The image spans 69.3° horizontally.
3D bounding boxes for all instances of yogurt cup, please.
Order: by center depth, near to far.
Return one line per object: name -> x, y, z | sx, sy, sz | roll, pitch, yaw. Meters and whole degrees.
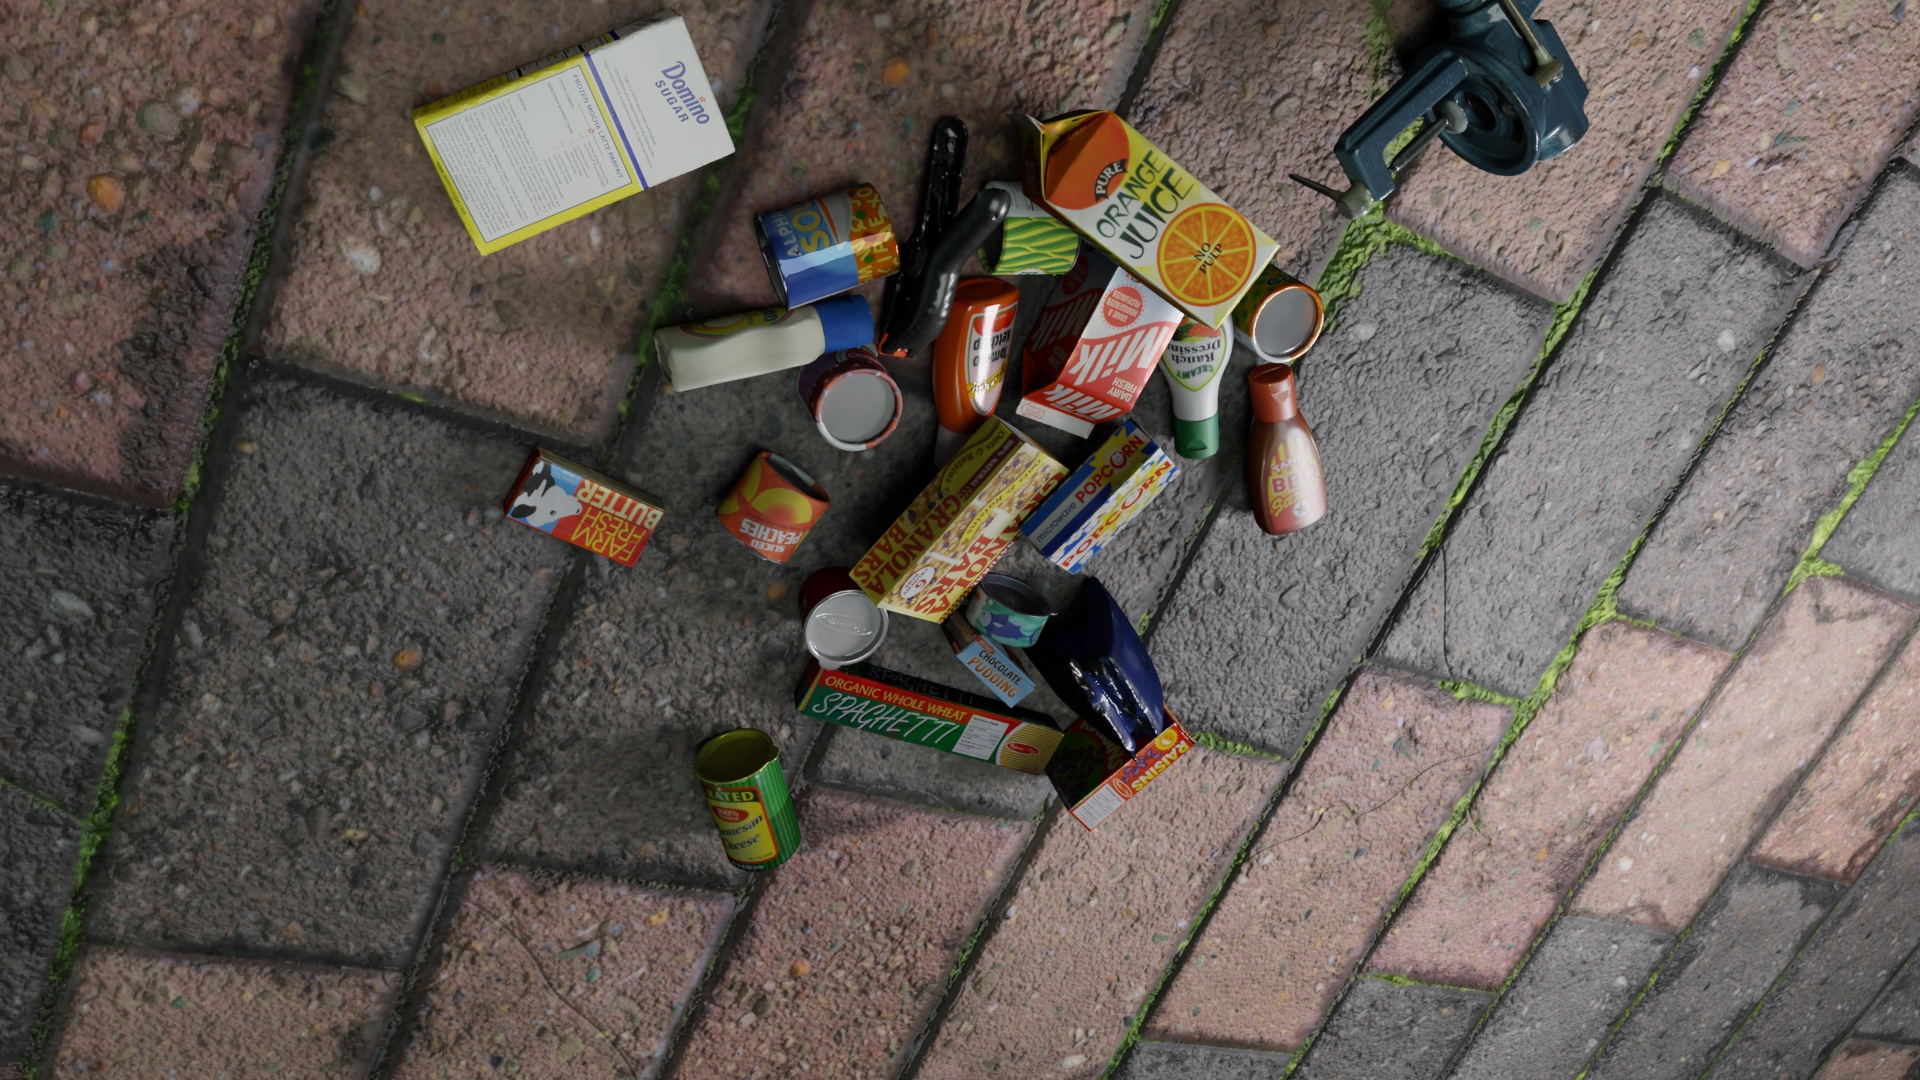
yogurt cup -> -0.097, 0.057, 1.101 | 0.072, 0.054, 0.072 | -9, 120, -16

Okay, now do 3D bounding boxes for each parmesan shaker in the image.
parmesan shaker -> -0.172, 0.216, 1.150 | 0.071, 0.071, 0.102 | -18, 122, -11

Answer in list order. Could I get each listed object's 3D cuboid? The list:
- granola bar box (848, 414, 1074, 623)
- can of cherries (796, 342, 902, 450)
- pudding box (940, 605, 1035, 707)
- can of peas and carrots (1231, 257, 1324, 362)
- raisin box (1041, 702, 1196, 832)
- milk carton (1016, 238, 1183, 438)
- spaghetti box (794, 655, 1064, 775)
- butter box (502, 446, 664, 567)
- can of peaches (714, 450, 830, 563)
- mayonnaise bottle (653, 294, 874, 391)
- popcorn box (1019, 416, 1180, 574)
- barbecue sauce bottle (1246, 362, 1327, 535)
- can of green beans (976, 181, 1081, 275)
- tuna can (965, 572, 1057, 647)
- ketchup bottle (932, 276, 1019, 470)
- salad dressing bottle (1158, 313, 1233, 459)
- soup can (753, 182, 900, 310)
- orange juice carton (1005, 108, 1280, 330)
granola bar box -> 0.004, -0.013, 1.076 | 0.165, 0.039, 0.124 | -48, 157, 9
can of cherries -> -0.080, -0.108, 1.014 | 0.071, 0.058, 0.071 | -9, 121, -16
pudding box -> 0.024, 0.098, 1.173 | 0.030, 0.050, 0.083 | -41, 124, 6
can of peas and carrots -> 0.246, -0.183, 1.099 | 0.071, 0.059, 0.070 | -10, 121, -16
raisin box -> 0.138, 0.189, 1.245 | 0.123, 0.086, 0.040 | -41, 122, 4
milk carton -> 0.113, -0.168, 1.047 | 0.072, 0.074, 0.190 | 18, 110, -28
spaghetti box -> -0.024, 0.150, 1.196 | 0.250, 0.029, 0.050 | 19, 109, -29
butter box -> -0.272, -0.023, 1.007 | 0.103, 0.024, 0.053 | 26, 105, -30
can of peaches -> -0.138, -0.024, 1.031 | 0.071, 0.071, 0.058 | 32, 102, -32
mayonnaise bottle -> -0.136, -0.141, 0.975 | 0.148, 0.065, 0.041 | -15, 118, -17
popcorn box -> 0.113, -0.033, 1.119 | 0.126, 0.038, 0.085 | -45, 158, 7
barbecue sauce bottle -> 0.271, -0.078, 1.176 | 0.065, 0.044, 0.147 | -22, 123, -7
can of green beans -> 0.048, -0.224, 0.996 | 0.058, 0.071, 0.071 | -4, 119, -18
tuna can -> 0.042, 0.059, 1.147 | 0.071, 0.071, 0.032 | 14, 113, -27
ketchup bottle -> 0.006, -0.121, 1.045 | 0.065, 0.043, 0.148 | -24, 135, -41
salad dressing bottle -> 0.186, -0.135, 1.109 | 0.064, 0.044, 0.147 | -3, 126, 9
soup can -> -0.092, -0.204, 0.952 | 0.084, 0.071, 0.071 | -21, 123, -10
orange juice carton -> 0.112, -0.228, 0.934 | 0.192, 0.072, 0.073 | 33, 100, -18
